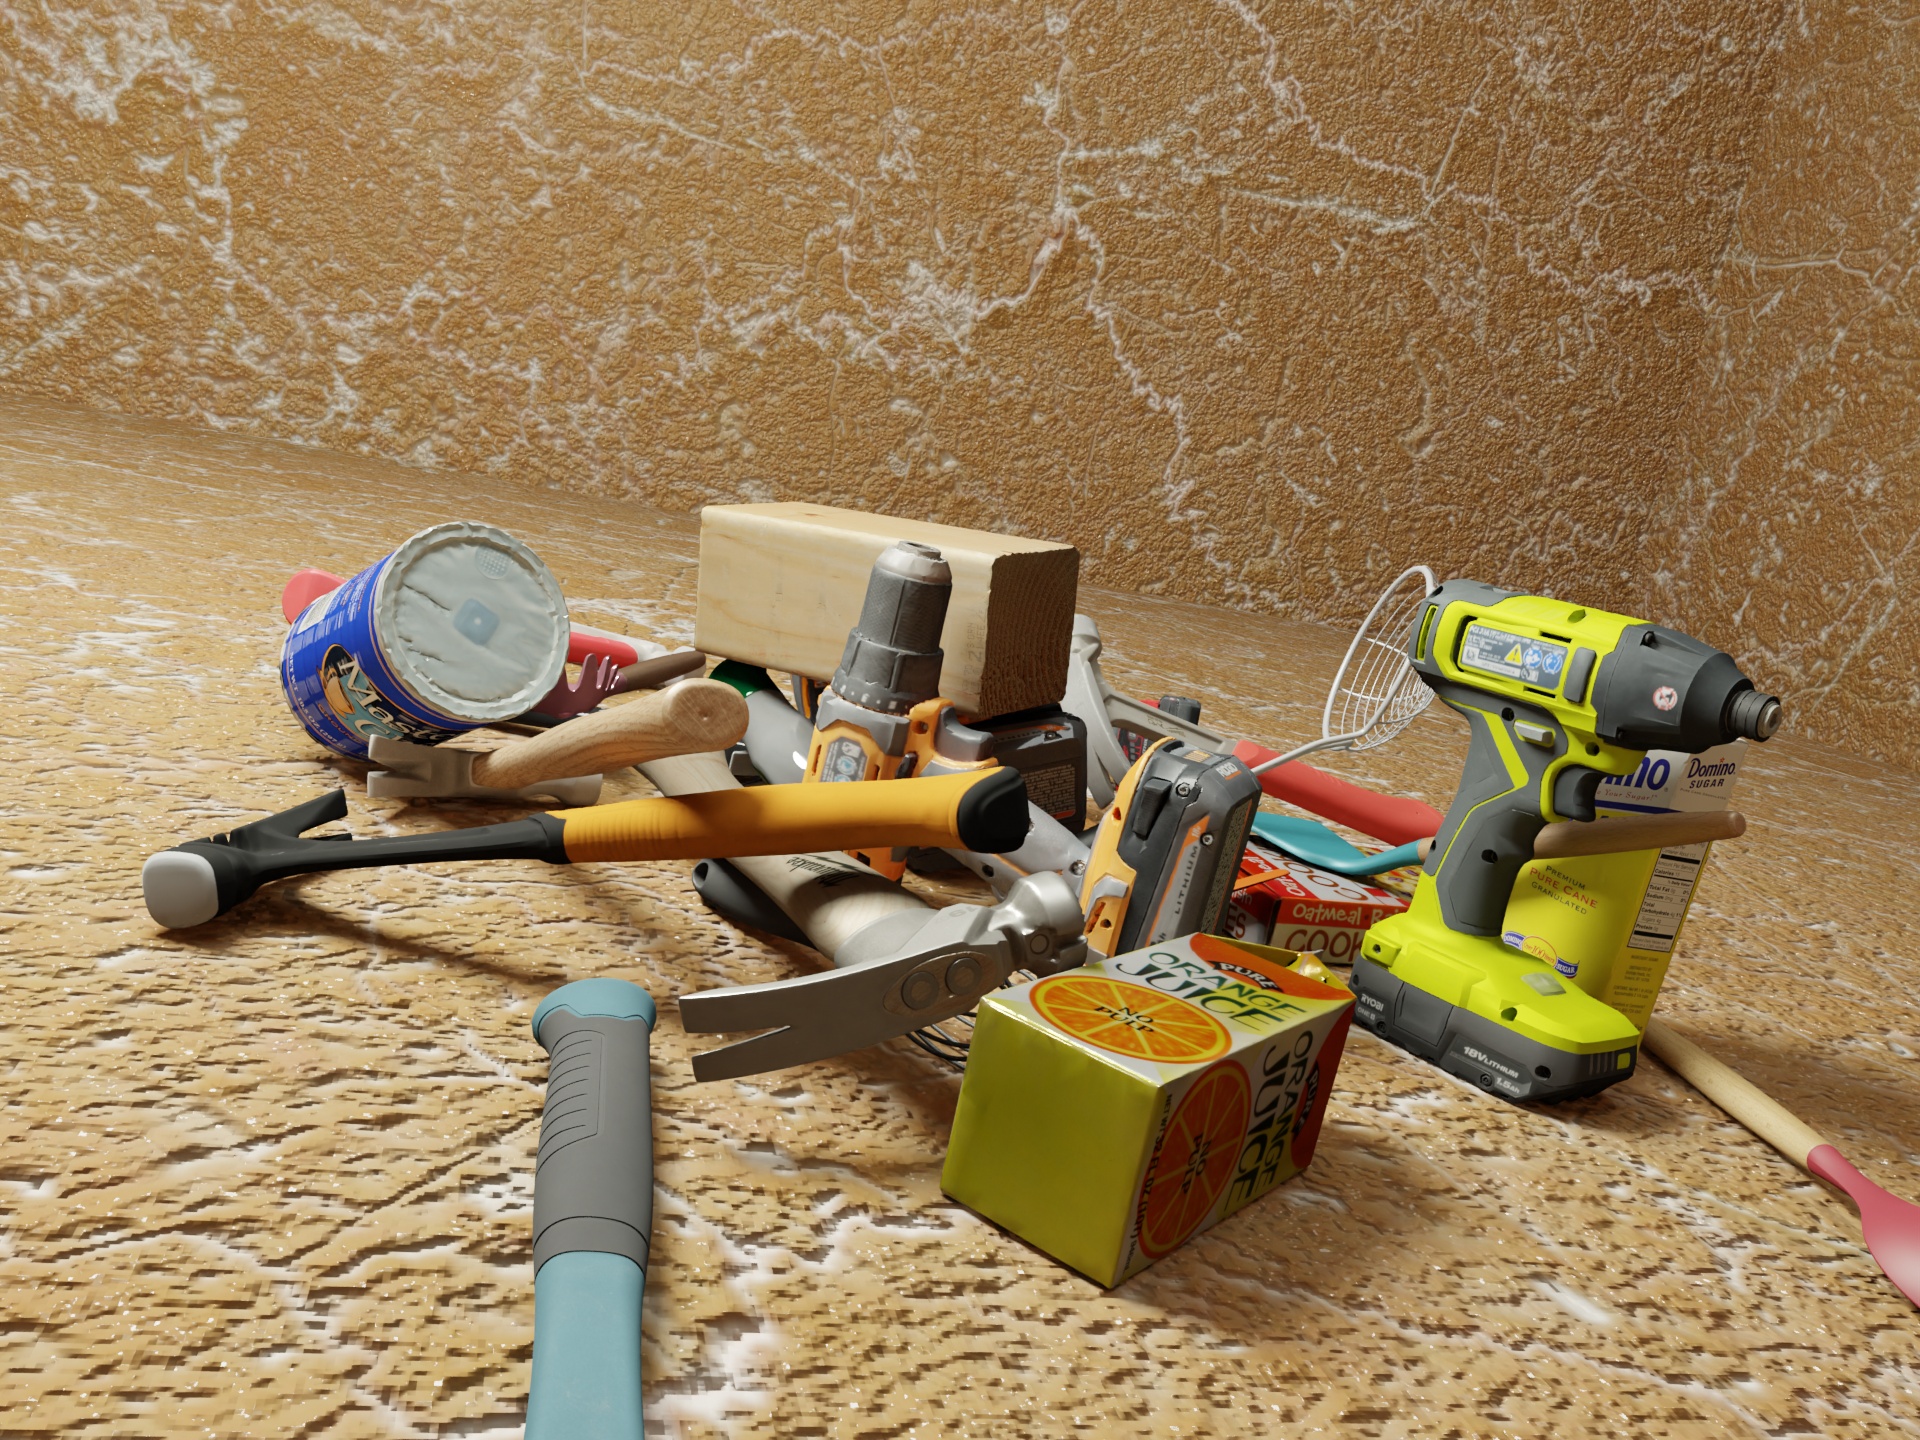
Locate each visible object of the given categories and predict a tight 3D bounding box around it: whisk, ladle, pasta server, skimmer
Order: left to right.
[{"bbox_3d":[-0.216,-0.035,1.037,0.060,0.040,0.316,1,7,7],"label":"pasta server"},{"bbox_3d":[-0.049,0.098,0.695,0.055,0.055,0.239,2,9,-42],"label":"whisk"},{"bbox_3d":[0.157,0.007,0.946,0.363,0.090,0.127,-22,-18,-27],"label":"skimmer"},{"bbox_3d":[0.375,0.188,0.718,0.069,0.031,0.315,10,9,-5],"label":"ladle"}]

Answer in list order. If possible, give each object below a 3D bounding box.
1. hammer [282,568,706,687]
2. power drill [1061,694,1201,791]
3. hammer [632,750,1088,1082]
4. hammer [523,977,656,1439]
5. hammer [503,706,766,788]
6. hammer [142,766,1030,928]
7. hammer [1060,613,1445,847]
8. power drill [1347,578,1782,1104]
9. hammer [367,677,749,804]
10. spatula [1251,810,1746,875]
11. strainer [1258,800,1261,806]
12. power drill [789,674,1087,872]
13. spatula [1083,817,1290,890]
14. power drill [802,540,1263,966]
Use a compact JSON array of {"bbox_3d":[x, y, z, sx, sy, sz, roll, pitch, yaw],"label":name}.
[{"bbox_3d":[-0.326,-0.062,1.087,0.143,0.038,0.386,14,1,19],"label":"hammer"},{"bbox_3d":[0.057,0.007,1.160,0.227,0.080,0.188,10,4,9],"label":"power drill"},{"bbox_3d":[-0.102,0.055,0.723,0.146,0.038,0.411,-14,16,-21],"label":"hammer"},{"bbox_3d":[-0.100,0.142,0.424,0.128,0.033,0.331,8,11,-13],"label":"hammer"},{"bbox_3d":[-0.261,-0.004,1.017,0.335,0.035,0.146,12,10,3],"label":"hammer"},{"bbox_3d":[-0.139,0.045,0.636,0.337,0.034,0.127,-4,7,11],"label":"hammer"},{"bbox_3d":[0.213,0.042,1.085,0.358,0.036,0.149,21,38,-32],"label":"hammer"},{"bbox_3d":[0.276,0.058,0.751,0.080,0.223,0.171,3,14,-39],"label":"power drill"},{"bbox_3d":[-0.182,0.014,0.728,0.130,0.031,0.331,3,-7,-31],"label":"hammer"},{"bbox_3d":[0.270,0.058,0.856,0.082,0.044,0.317,10,-13,-31],"label":"spatula"},{"bbox_3d":[0.115,0.024,1.266,0.258,0.050,0.087,18,28,17],"label":"strainer"},{"bbox_3d":[-0.002,-0.003,0.985,0.164,0.084,0.227,-11,29,-17],"label":"power drill"},{"bbox_3d":[0.093,0.073,0.972,0.081,0.041,0.323,-15,16,-14],"label":"spatula"},{"bbox_3d":[0.028,0.024,0.785,0.226,0.185,0.084,19,14,21],"label":"power drill"}]
